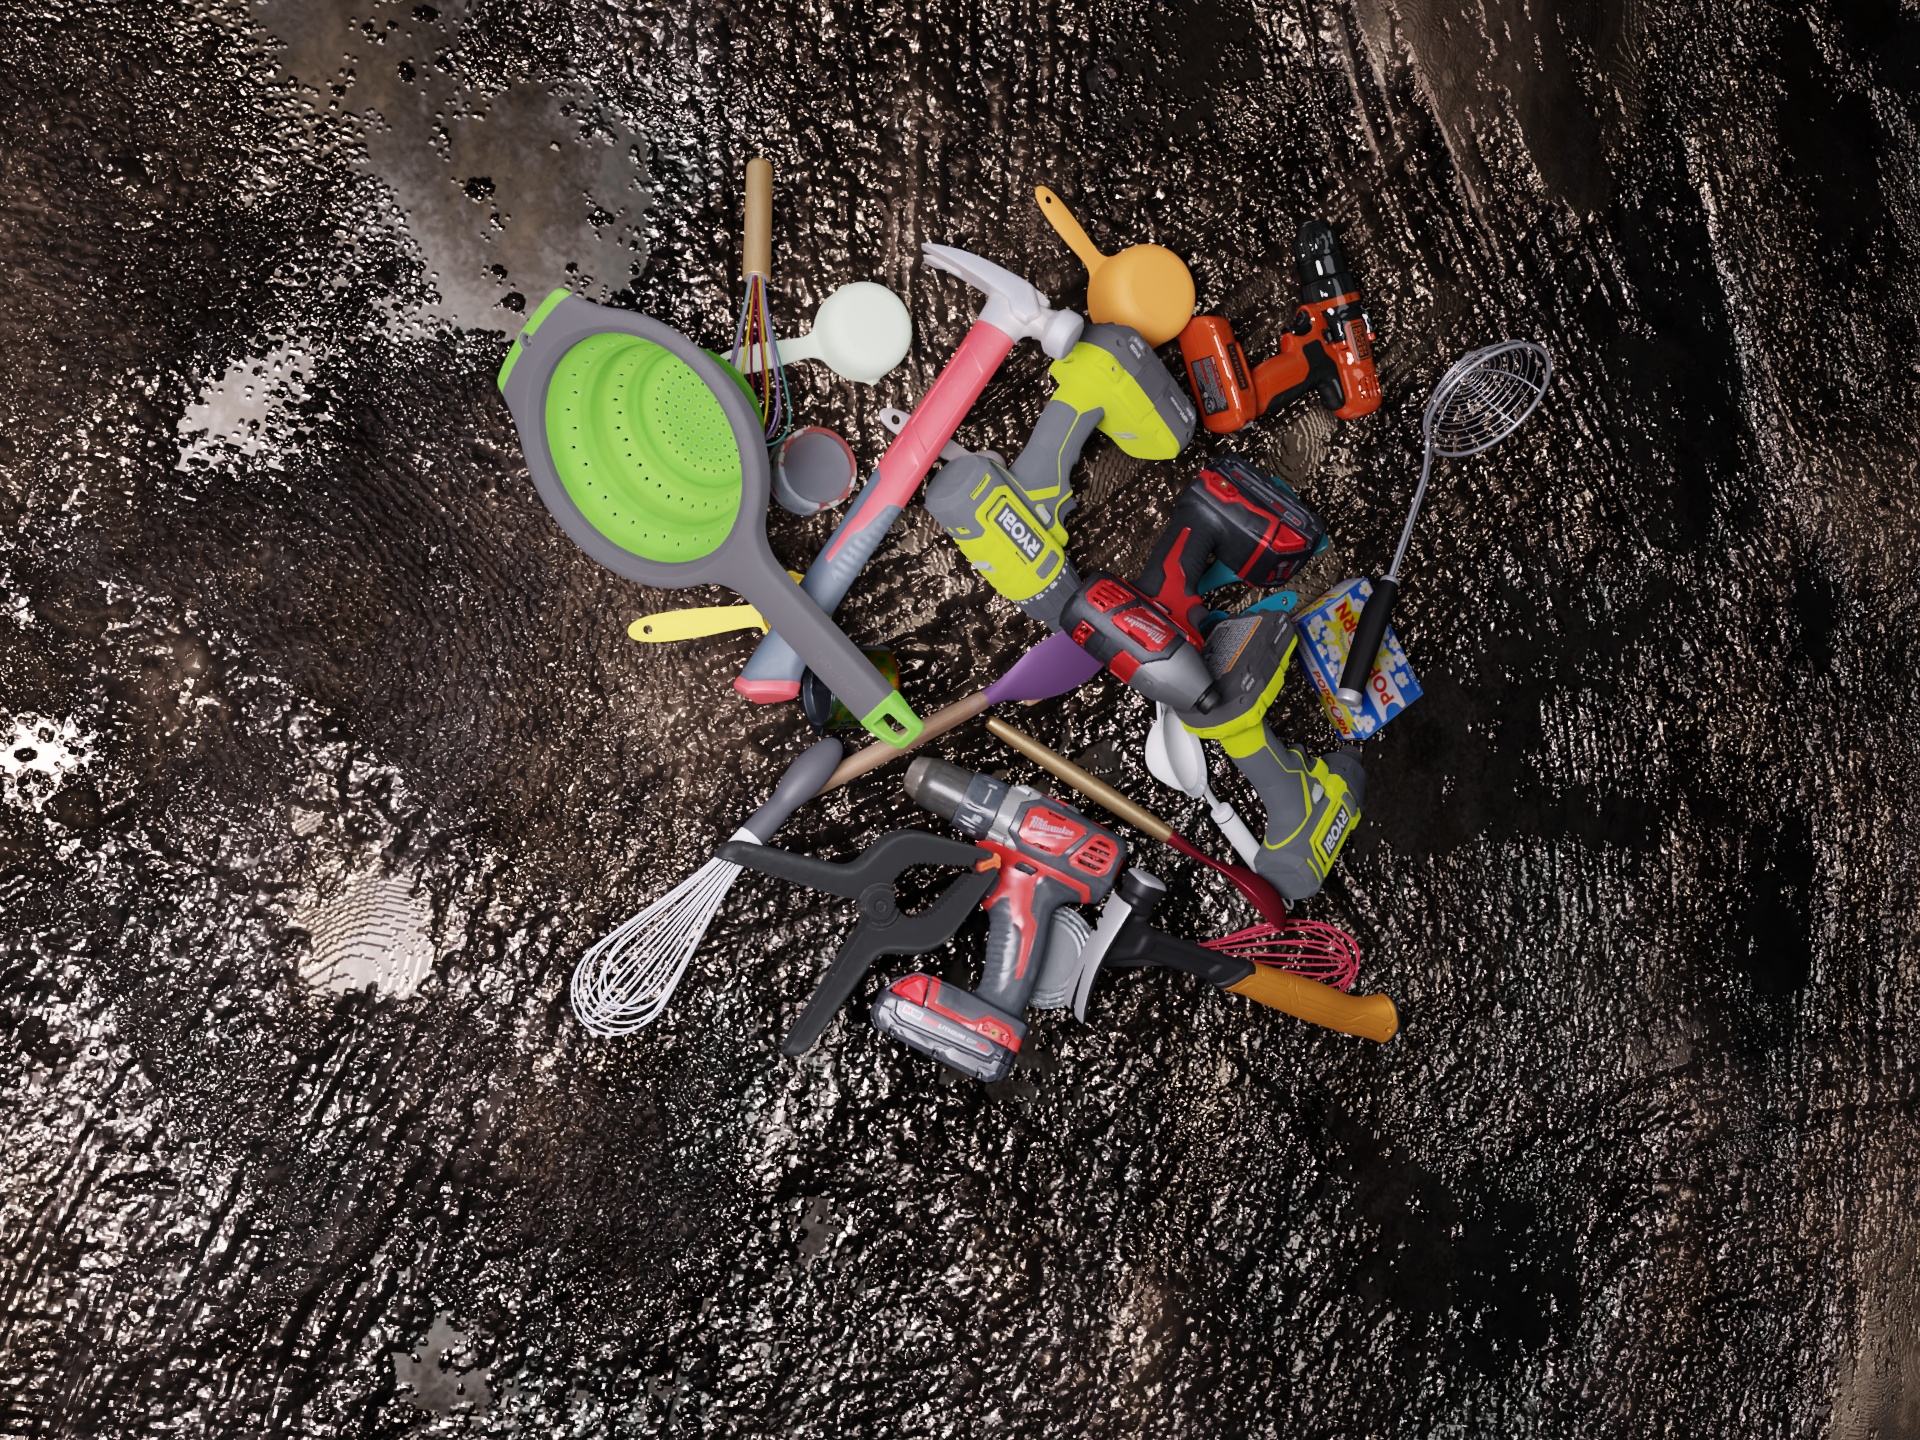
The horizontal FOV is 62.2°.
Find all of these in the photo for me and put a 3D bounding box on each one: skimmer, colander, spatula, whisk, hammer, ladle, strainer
[{"bbox_3d":[0.434,-0.175,1.436,0.127,0.090,0.363,37,71,-53],"label":"skimmer"},{"bbox_3d":[-0.154,-0.146,1.154,0.397,0.204,0.094,47,38,-3],"label":"colander"},{"bbox_3d":[0.179,-0.102,1.380,0.317,0.044,0.082,-33,81,-21],"label":"spatula"},{"bbox_3d":[-0.154,-0.320,1.218,0.051,0.047,0.245,1,77,-4],"label":"whisk"},{"bbox_3d":[0.241,0.224,1.327,0.336,0.034,0.127,21,101,-30],"label":"hammer"},{"bbox_3d":[-0.067,-0.186,1.219,0.143,0.038,0.386,32,82,11],"label":"hammer"},{"bbox_3d":[0.153,0.084,1.345,0.315,0.069,0.031,33,89,-9],"label":"ladle"},{"bbox_3d":[-0.183,0.116,1.188,0.070,0.070,0.285,47,69,-16],"label":"whisk"},{"bbox_3d":[-0.002,-0.004,1.289,0.316,0.018,0.059,-27,127,-18],"label":"spatula"},{"bbox_3d":[0.218,0.202,1.381,0.295,0.073,0.073,6,85,-19],"label":"whisk"},{"bbox_3d":[0.224,0.077,1.396,0.258,0.050,0.087,51,34,-21],"label":"strainer"}]

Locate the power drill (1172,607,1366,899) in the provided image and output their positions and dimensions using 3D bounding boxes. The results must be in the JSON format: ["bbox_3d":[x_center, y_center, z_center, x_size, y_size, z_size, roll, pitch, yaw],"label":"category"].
[{"bbox_3d":[0.278,0.020,1.385,0.171,0.080,0.223,-52,121,-36],"label":"power drill"}]

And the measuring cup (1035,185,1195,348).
[{"bbox_3d":[0.132,-0.396,1.364,0.173,0.052,0.095,46,71,-19],"label":"measuring cup"}]

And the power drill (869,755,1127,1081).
[{"bbox_3d":[0.007,0.151,1.256,0.188,0.080,0.227,26,78,4],"label":"power drill"}]

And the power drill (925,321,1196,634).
[{"bbox_3d":[0.095,-0.196,1.322,0.190,0.080,0.228,45,72,-31],"label":"power drill"}]

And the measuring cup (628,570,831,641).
[{"bbox_3d":[-0.178,-0.078,1.227,0.156,0.029,0.062,-8,91,-13],"label":"measuring cup"}]

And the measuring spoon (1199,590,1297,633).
[{"bbox_3d":[0.256,-0.091,1.434,0.128,0.021,0.042,-25,99,-33],"label":"measuring spoon"}]

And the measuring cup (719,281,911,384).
[{"bbox_3d":[-0.114,-0.299,1.252,0.167,0.038,0.083,-20,96,-26],"label":"measuring cup"}]

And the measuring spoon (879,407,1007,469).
[{"bbox_3d":[-0.012,-0.226,1.308,0.124,0.018,0.034,24,78,-25],"label":"measuring spoon"}]

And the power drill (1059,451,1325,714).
[{"bbox_3d":[0.195,-0.107,1.297,0.143,0.078,0.220,40,62,8],"label":"power drill"}]
